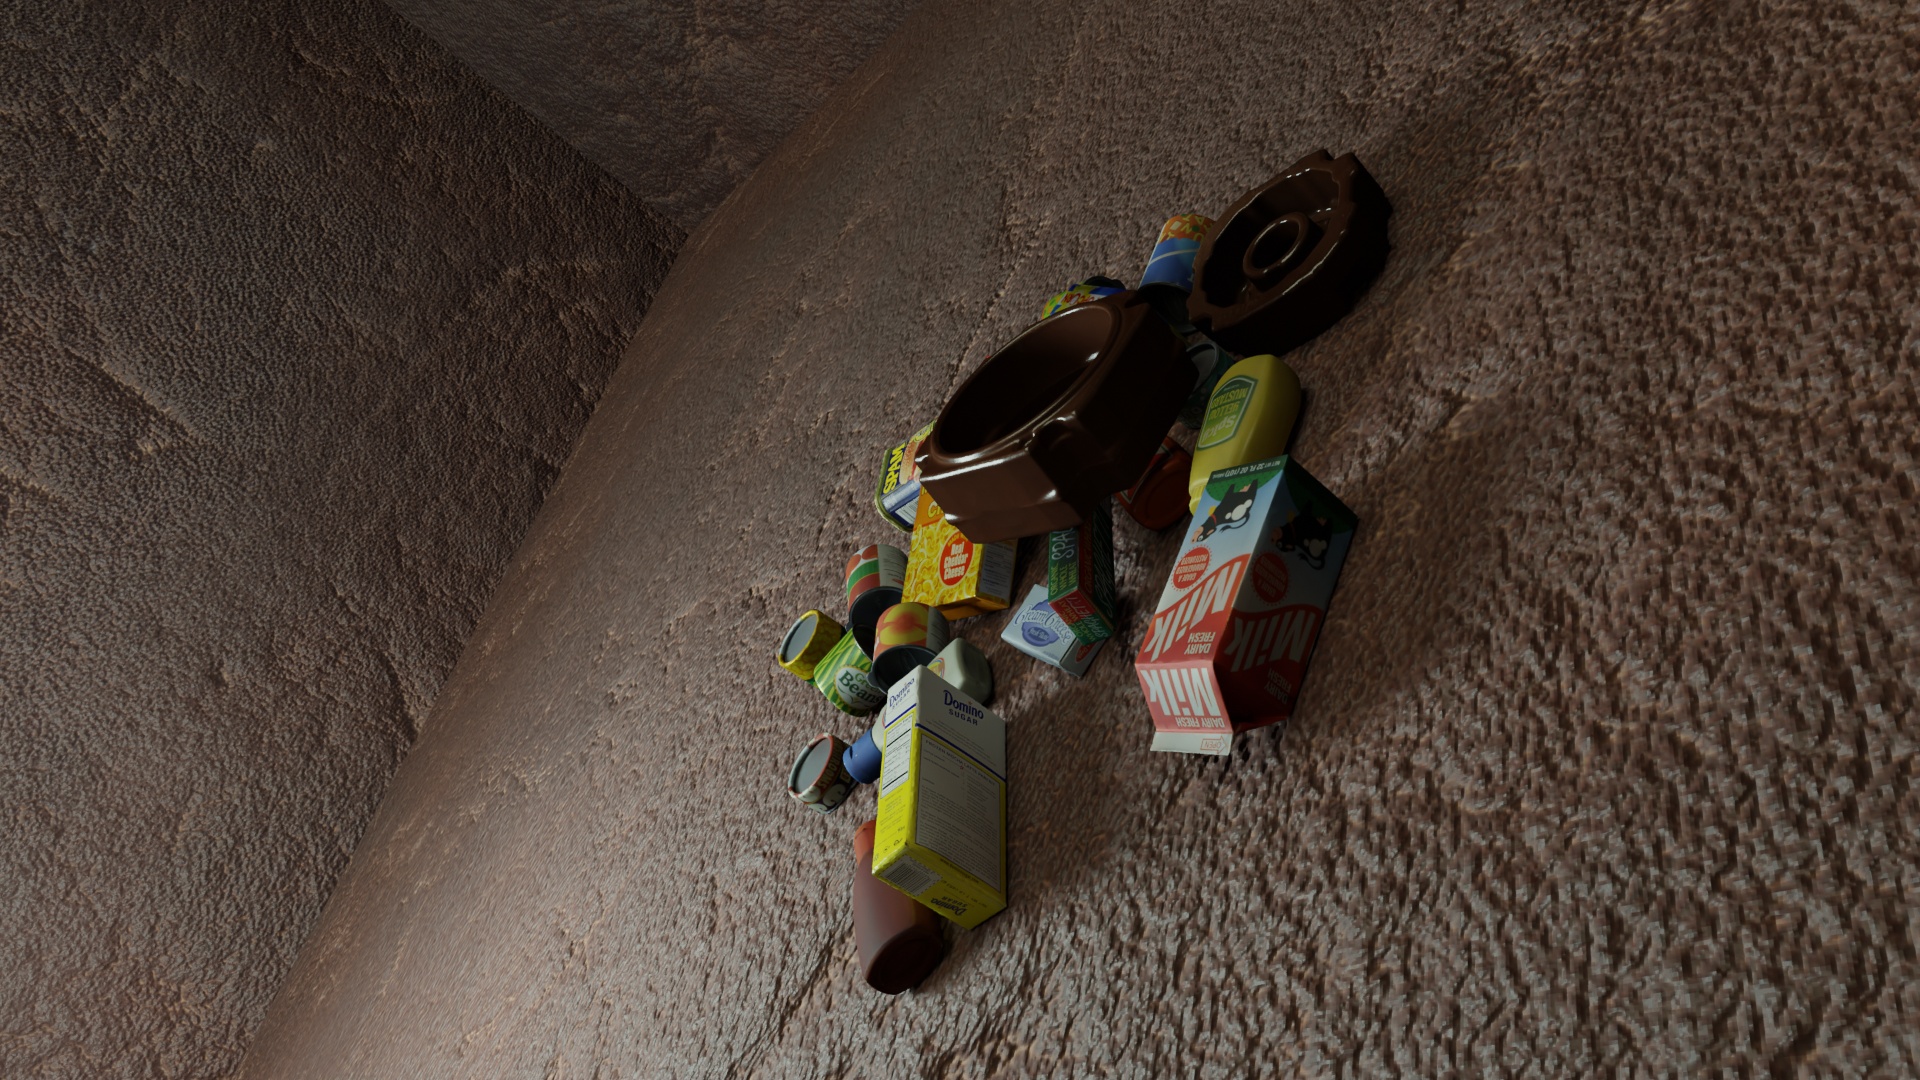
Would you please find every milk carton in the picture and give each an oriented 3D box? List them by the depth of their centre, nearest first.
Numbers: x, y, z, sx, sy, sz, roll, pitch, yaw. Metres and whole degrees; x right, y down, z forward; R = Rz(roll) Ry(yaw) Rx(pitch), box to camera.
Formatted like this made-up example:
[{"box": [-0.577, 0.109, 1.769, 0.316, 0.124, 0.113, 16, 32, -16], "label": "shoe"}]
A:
[{"box": [0.174, 0.048, 0.871, 0.072, 0.073, 0.191, -11, 48, 56], "label": "milk carton"}]

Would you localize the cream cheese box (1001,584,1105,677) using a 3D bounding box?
[{"box": [0.075, 0.069, 1.080, 0.053, 0.024, 0.104, -55, 24, -8], "label": "cream cheese box"}]

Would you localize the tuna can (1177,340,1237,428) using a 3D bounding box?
[{"box": [0.191, -0.123, 1.114, 0.071, 0.033, 0.071, -41, 27, 26], "label": "tuna can"}]

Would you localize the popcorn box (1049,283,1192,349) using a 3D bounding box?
[{"box": [0.142, -0.182, 1.216, 0.038, 0.085, 0.127, -54, 24, -2], "label": "popcorn box"}]

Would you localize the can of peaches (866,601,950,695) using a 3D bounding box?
[{"box": [-0.045, 0.096, 1.204, 0.071, 0.071, 0.058, -40, 27, 28], "label": "can of peaches"}]

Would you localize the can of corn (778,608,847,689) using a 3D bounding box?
[{"box": [-0.135, 0.109, 1.362, 0.071, 0.058, 0.071, -41, 27, 27], "label": "can of corn"}]

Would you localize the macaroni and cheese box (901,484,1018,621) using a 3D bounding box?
[{"box": [0.004, -0.016, 1.246, 0.123, 0.040, 0.167, -18, 59, 53], "label": "macaroni and cheese box"}]

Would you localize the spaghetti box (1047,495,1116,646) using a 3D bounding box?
[{"box": [0.095, -0.011, 1.083, 0.028, 0.050, 0.251, -30, 25, 22], "label": "spaghetti box"}]

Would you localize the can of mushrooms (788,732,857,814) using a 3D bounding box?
[{"box": [-0.120, 0.207, 1.238, 0.071, 0.033, 0.071, -41, 26, 26], "label": "can of mushrooms"}]

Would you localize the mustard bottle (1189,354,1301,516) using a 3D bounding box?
[{"box": [0.198, -0.059, 0.999, 0.065, 0.049, 0.161, -20, 40, 53], "label": "mustard bottle"}]

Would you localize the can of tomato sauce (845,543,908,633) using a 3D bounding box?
[{"box": [-0.077, 0.052, 1.323, 0.071, 0.071, 0.083, -46, 25, 17], "label": "can of tomato sauce"}]

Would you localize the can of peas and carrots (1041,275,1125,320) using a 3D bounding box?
[{"box": [0.121, -0.213, 1.320, 0.058, 0.071, 0.071, -18, 42, 53], "label": "can of peas and carrots"}]

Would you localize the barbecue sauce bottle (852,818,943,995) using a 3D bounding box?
[{"box": [-0.053, 0.264, 1.030, 0.064, 0.043, 0.149, -49, 24, 11], "label": "barbecue sauce bottle"}]

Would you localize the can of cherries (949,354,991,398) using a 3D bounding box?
[{"box": [0.034, -0.143, 1.376, 0.058, 0.071, 0.071, -53, 24, 2], "label": "can of cherries"}]

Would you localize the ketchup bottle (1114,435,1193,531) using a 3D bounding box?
[{"box": [0.144, -0.063, 1.109, 0.064, 0.043, 0.149, -49, 24, 12], "label": "ketchup bottle"}]

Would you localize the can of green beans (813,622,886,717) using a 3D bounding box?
[{"box": [-0.091, 0.118, 1.261, 0.057, 0.071, 0.071, -47, 25, 16], "label": "can of green beans"}]

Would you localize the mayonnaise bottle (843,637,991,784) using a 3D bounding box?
[{"box": [-0.037, 0.147, 1.157, 0.147, 0.041, 0.065, -43, 28, 21], "label": "mayonnaise bottle"}]

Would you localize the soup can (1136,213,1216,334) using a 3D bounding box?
[{"box": [0.198, -0.232, 1.211, 0.071, 0.071, 0.084, -17, 43, 53], "label": "soup can"}]
